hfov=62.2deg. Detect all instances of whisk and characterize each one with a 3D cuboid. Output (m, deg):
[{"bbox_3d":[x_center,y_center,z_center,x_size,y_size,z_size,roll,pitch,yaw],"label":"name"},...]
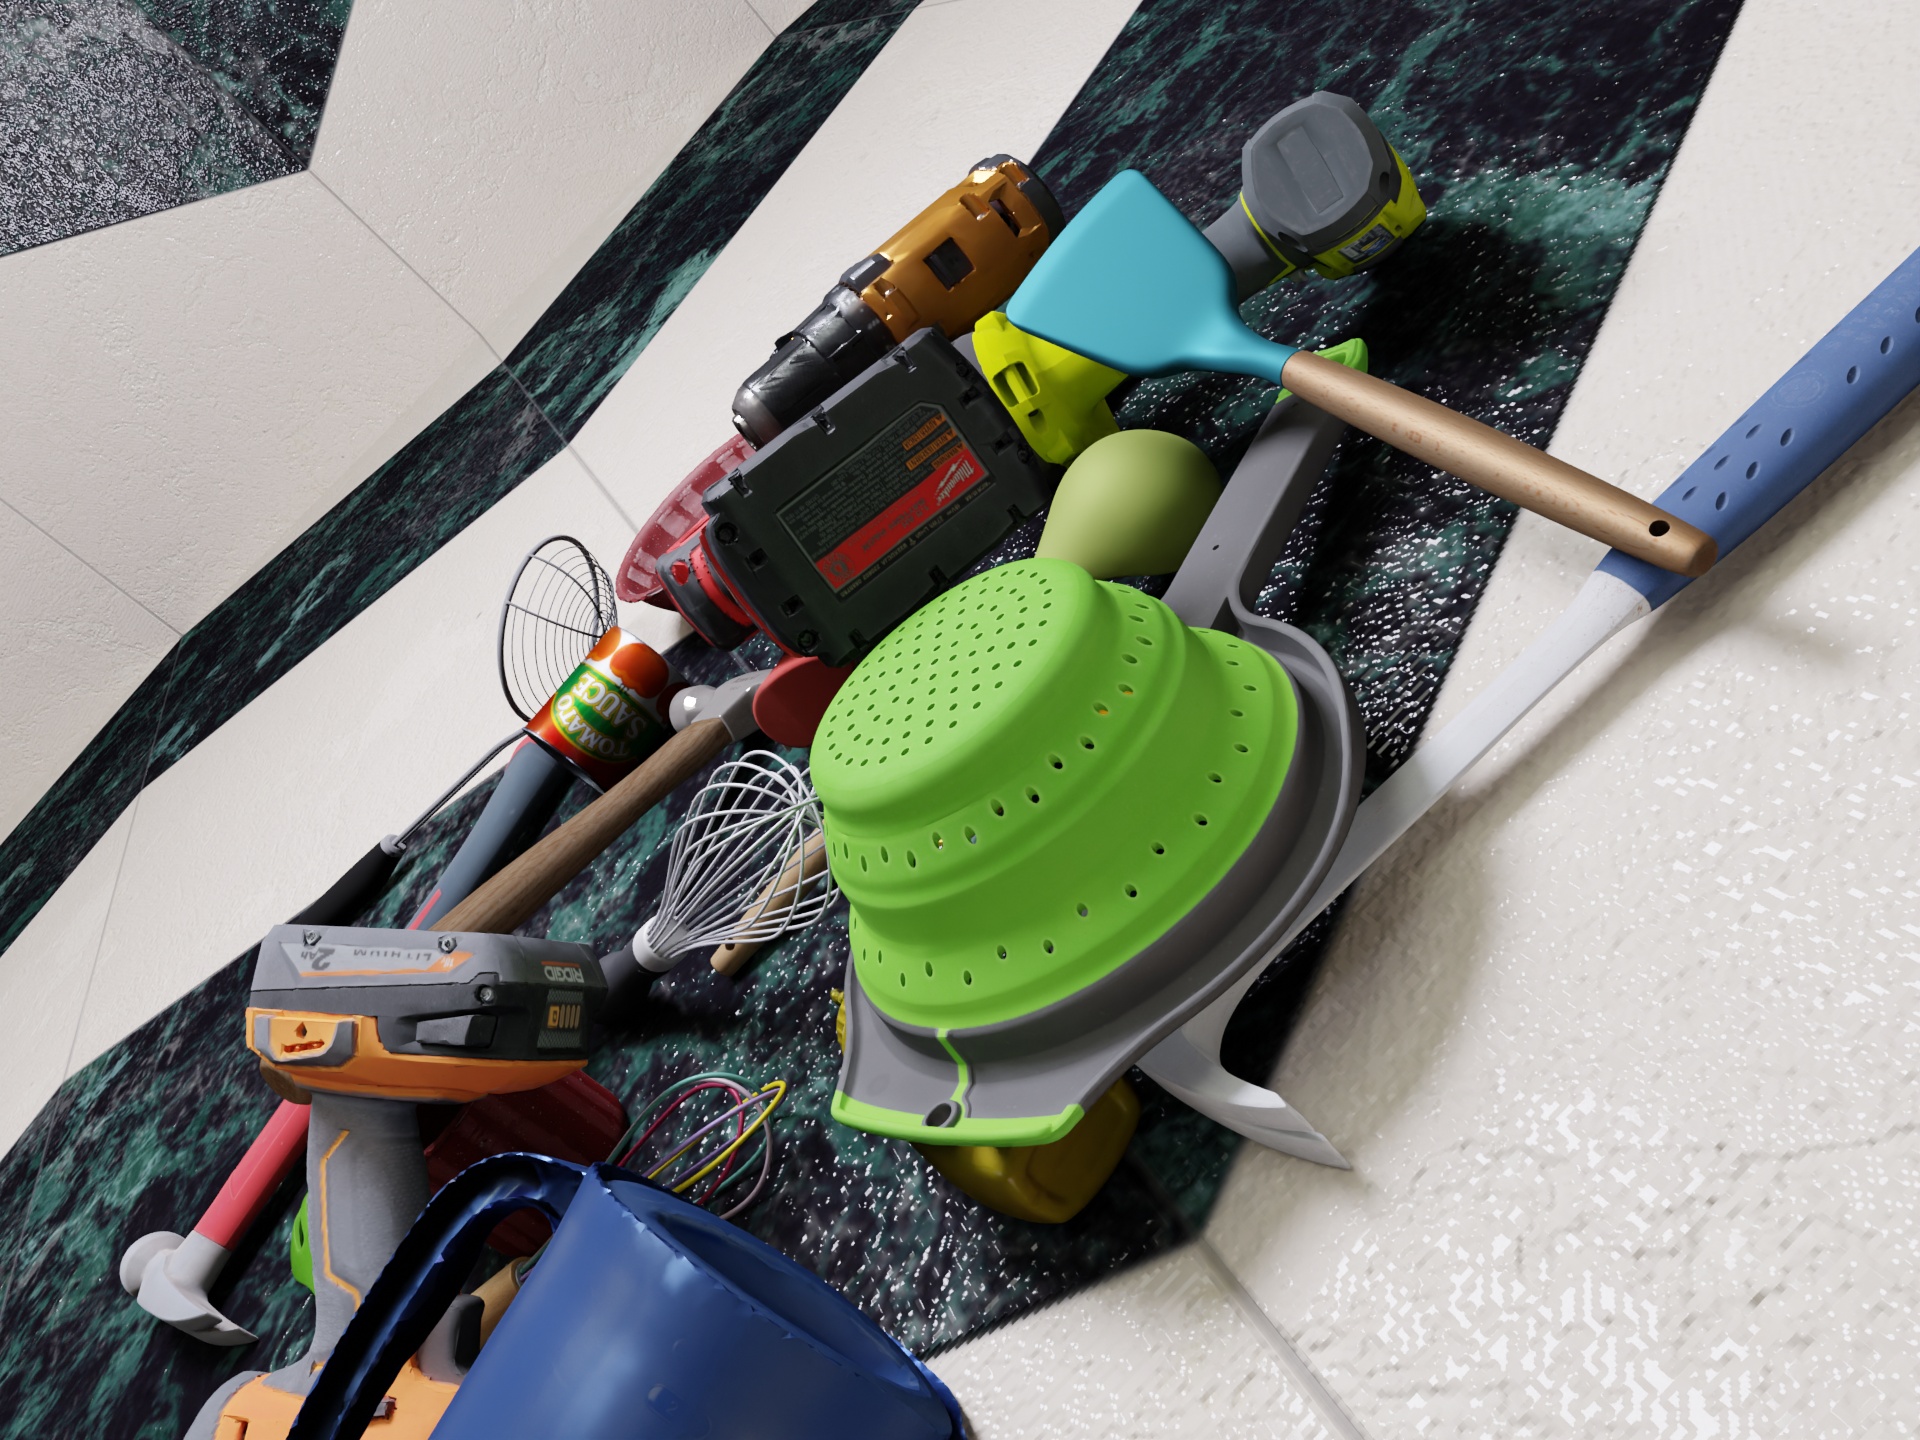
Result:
[{"bbox_3d":[-0.160,0.215,0.639,0.245,0.051,0.047,-40,35,16],"label":"whisk"},{"bbox_3d":[-0.117,0.085,0.672,0.284,0.070,0.070,-41,21,52],"label":"whisk"}]

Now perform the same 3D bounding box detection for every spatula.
[{"bbox_3d":[0.129,-0.121,0.562,0.082,0.044,0.318,-49,41,2],"label":"spatula"}]

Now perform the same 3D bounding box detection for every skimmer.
[{"bbox_3d":[-0.368,0.026,1.100,0.363,0.090,0.127,-42,-9,12],"label":"skimmer"}]

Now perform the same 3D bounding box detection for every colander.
[{"bbox_3d":[0.055,-0.043,0.564,0.204,0.094,0.397,-11,38,46],"label":"colander"}]

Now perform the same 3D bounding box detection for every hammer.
[{"bbox_3d":[-0.196,0.068,0.783,0.130,0.031,0.331,-11,25,46],"label":"hammer"},{"bbox_3d":[0.201,-0.030,0.492,0.405,0.035,0.144,-44,28,2],"label":"hammer"},{"bbox_3d":[-0.056,-0.091,0.847,0.149,0.036,0.359,-30,23,25],"label":"hammer"},{"bbox_3d":[-0.334,0.168,0.927,0.143,0.038,0.386,-5,48,48],"label":"hammer"}]

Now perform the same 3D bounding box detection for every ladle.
[{"bbox_3d":[-0.001,-0.002,0.720,0.320,0.062,0.078,-49,57,8],"label":"ladle"}]

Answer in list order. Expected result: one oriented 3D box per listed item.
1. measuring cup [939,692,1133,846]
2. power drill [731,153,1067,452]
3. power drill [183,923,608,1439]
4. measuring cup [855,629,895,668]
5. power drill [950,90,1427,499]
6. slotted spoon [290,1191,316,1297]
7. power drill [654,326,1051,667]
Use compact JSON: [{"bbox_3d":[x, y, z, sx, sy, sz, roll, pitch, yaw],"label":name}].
[{"bbox_3d":[0.044,0.018,0.645,0.156,0.029,0.062,-42,29,11],"label":"measuring cup"},{"bbox_3d":[-0.047,-0.198,0.840,0.185,0.084,0.226,-41,10,-7],"label":"power drill"},{"bbox_3d":[-0.191,0.192,0.578,0.164,0.084,0.226,0,79,18],"label":"power drill"},{"bbox_3d":[-0.015,-0.034,0.771,0.167,0.038,0.083,-30,32,29],"label":"measuring cup"},{"bbox_3d":[0.107,-0.193,0.742,0.223,0.080,0.171,-31,-4,24],"label":"power drill"},{"bbox_3d":[-0.276,0.293,0.705,0.070,0.031,0.314,-46,30,3],"label":"slotted spoon"},{"bbox_3d":[-0.050,-0.088,0.658,0.143,0.078,0.220,-39,13,-10],"label":"power drill"}]
